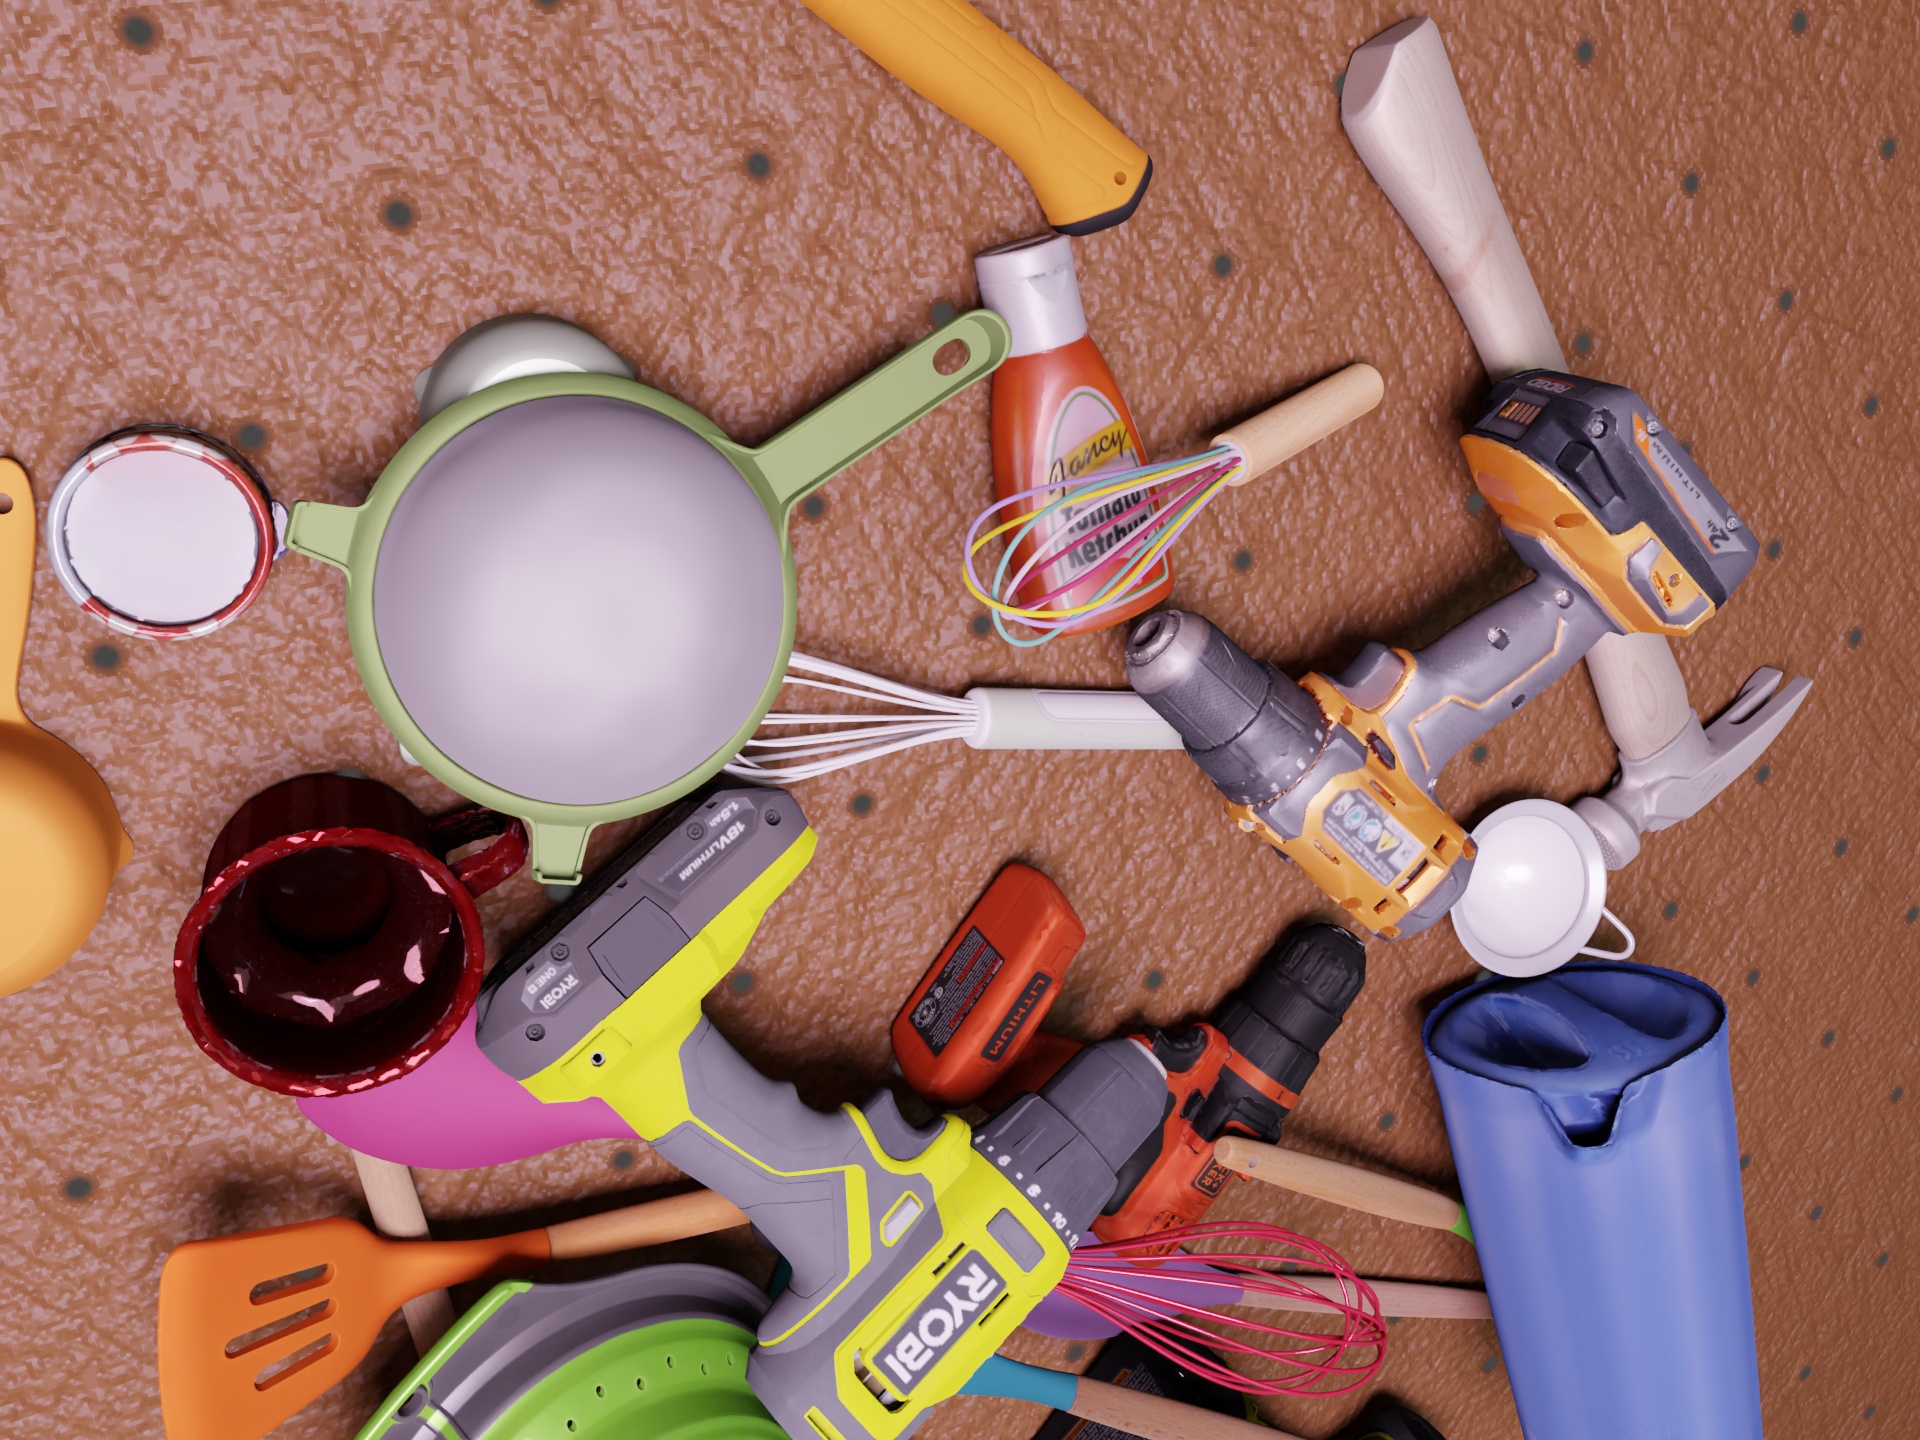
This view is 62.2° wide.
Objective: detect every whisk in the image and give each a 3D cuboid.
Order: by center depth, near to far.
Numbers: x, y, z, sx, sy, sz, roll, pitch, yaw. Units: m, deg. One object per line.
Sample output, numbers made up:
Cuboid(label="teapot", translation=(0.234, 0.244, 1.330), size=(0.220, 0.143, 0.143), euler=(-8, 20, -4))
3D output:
Cuboid(label="whisk", translation=(0.093, -0.090, 0.610), size=(0.245, 0.047, 0.051), euler=(-32, 115, -36))
Cuboid(label="whisk", translation=(-0.001, -0.002, 0.635), size=(0.246, 0.058, 0.059), euler=(1, 136, -28))
Cuboid(label="whisk", translation=(0.054, 0.234, 0.671), size=(0.295, 0.073, 0.073), euler=(16, 99, -16))

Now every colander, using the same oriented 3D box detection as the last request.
Cuboid(label="colander", translation=(-0.084, 0.368, 0.638), size=(0.204, 0.095, 0.396), euler=(-49, 133, -19))

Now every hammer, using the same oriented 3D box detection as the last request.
Cuboid(label="hammer", translation=(-0.062, -0.276, 0.530), size=(0.336, 0.034, 0.127), euler=(28, 94, -28))
Cuboid(label="hammer", translation=(0.279, -0.123, 0.724), size=(0.146, 0.038, 0.410), euler=(-38, 116, -11))

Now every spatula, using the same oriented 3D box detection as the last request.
Cuboid(label="spatula", translation=(-0.134, 0.203, 0.618), size=(0.322, 0.041, 0.081), euler=(-4, 95, -32))
Cuboid(label="spatula", translation=(0.071, 0.294, 0.696), size=(0.317, 0.044, 0.082), euler=(20, 92, -8))
Cuboid(label="spatula", translation=(0.160, 0.292, 0.809), size=(0.315, 0.018, 0.059), euler=(12, 103, -25))

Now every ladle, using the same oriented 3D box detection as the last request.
Cuboid(label="ladle", translation=(-0.203, 0.258, 0.635), size=(0.078, 0.062, 0.320), euler=(-17, 105, -18))

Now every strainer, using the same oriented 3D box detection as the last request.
Cuboid(label="strainer", translation=(-0.073, -0.067, 0.522), size=(0.256, 0.069, 0.151), euler=(-37, 111, -17))
Cuboid(label="strainer", translation=(0.216, 0.048, 0.747), size=(0.258, 0.050, 0.087), euler=(31, 86, -22))

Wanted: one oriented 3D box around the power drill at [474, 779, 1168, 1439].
Cuboid(label="power drill", translation=(-0.044, 0.134, 0.587), size=(0.190, 0.080, 0.228), euler=(-43, 100, -17))

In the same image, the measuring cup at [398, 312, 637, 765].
Cuboid(label="measuring cup", translation=(-0.161, -0.058, 0.550), size=(0.083, 0.038, 0.167), euler=(19, 96, -27))

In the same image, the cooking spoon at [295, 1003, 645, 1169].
Cuboid(label="cooking spoon", translation=(-0.090, 0.160, 0.619), size=(0.318, 0.017, 0.069), euler=(14, 92, -17))

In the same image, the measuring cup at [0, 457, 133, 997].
Cuboid(label="measuring cup", translation=(-0.309, 0.007, 0.497), size=(0.095, 0.052, 0.173), euler=(7, 105, -25))

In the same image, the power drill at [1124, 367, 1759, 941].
Cuboid(label="power drill", translation=(0.191, -0.040, 0.656), size=(0.185, 0.084, 0.226), euler=(39, 96, -23))

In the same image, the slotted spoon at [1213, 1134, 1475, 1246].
Cuboid(label="slotted spoon", translation=(0.225, 0.241, 0.783), size=(0.313, 0.031, 0.070), euler=(26, 86, -37))

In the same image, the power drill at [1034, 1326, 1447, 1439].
Cuboid(label="power drill", translation=(0.139, 0.406, 0.802), size=(0.223, 0.080, 0.171), euler=(35, 97, -31))
